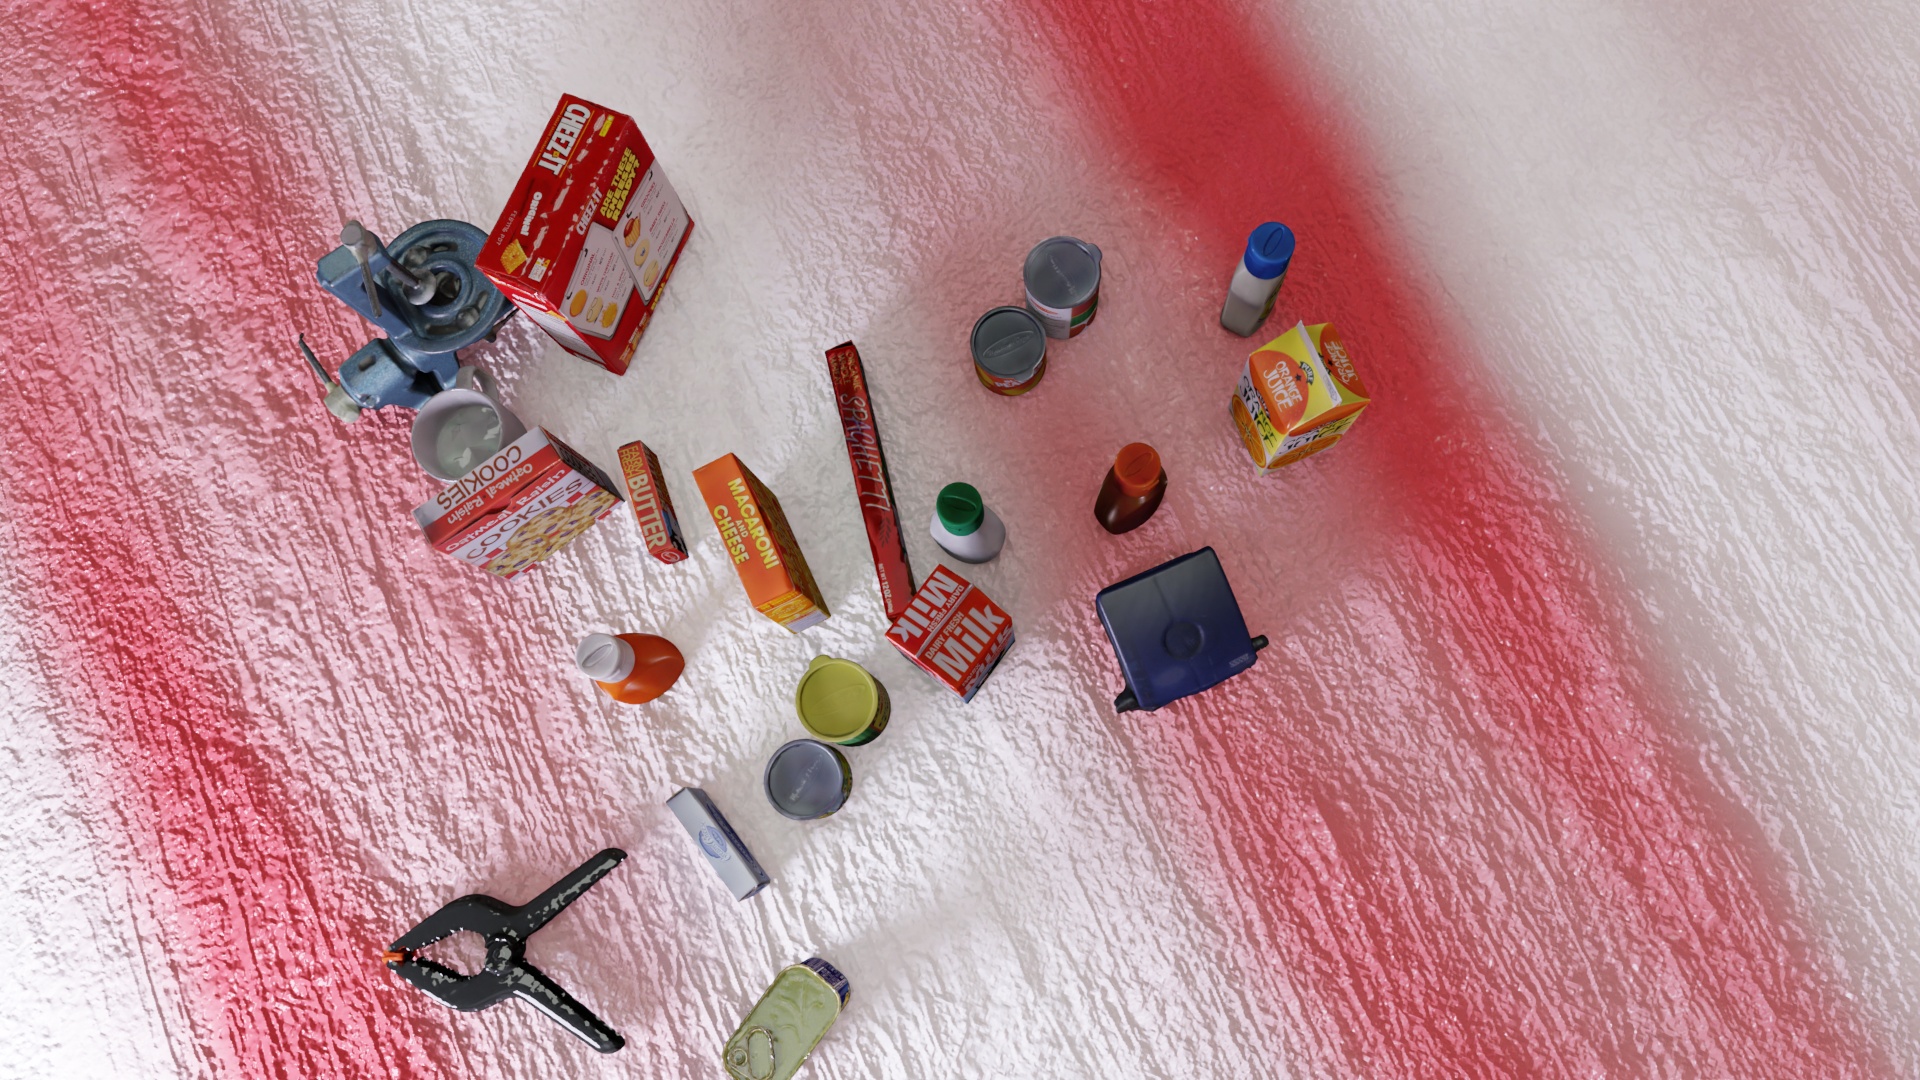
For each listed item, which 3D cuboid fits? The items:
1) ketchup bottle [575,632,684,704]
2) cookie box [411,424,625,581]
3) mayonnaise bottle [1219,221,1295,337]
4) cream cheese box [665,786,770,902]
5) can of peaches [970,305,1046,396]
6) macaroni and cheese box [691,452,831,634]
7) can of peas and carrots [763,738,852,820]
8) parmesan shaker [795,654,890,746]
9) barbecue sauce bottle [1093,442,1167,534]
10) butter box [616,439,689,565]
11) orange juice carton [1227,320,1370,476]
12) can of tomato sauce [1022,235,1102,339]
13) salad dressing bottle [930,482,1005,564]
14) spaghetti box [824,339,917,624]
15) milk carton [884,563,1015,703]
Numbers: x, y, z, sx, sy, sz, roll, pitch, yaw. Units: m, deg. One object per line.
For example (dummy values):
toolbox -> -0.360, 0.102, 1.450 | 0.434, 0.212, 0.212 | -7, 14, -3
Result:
ketchup bottle -> -0.274, 0.103, 1.144 | 0.065, 0.148, 0.043 | -40, 79, -4
cookie box -> -0.365, -0.027, 1.166 | 0.123, 0.167, 0.040 | -36, 79, -3
mayonnaise bottle -> 0.253, -0.223, 1.176 | 0.041, 0.148, 0.065 | 31, 83, 9
cream cheese box -> -0.201, 0.252, 1.158 | 0.024, 0.053, 0.104 | -39, 79, -4
can of peaches -> 0.044, -0.164, 1.223 | 0.071, 0.058, 0.071 | -1, 79, 4
macaroni and cheese box -> -0.161, 0.006, 1.147 | 0.040, 0.166, 0.124 | -26, 79, -1
can of peas and carrots -> -0.124, 0.201, 1.160 | 0.071, 0.058, 0.071 | -1, 79, 4
parmesan shaker -> -0.096, 0.133, 1.150 | 0.071, 0.103, 0.071 | -1, 79, 4
barbecue sauce bottle -> 0.143, -0.045, 1.147 | 0.065, 0.148, 0.044 | -38, 79, -4
butter box -> -0.270, -0.033, 1.219 | 0.024, 0.053, 0.103 | -20, 78, 0
orange juice carton -> 0.275, -0.117, 1.130 | 0.073, 0.192, 0.072 | -22, 79, 0
can of tomato sauce -> 0.090, -0.222, 1.219 | 0.071, 0.083, 0.071 | -1, 79, 4
salad dressing bottle -> 0.004, -0.014, 1.150 | 0.064, 0.147, 0.044 | 16, 81, 7
spaghetti box -> -0.076, -0.050, 1.212 | 0.029, 0.050, 0.250 | -14, 78, 1
milk carton -> -0.007, 0.075, 1.111 | 0.073, 0.190, 0.072 | 36, 84, 9
